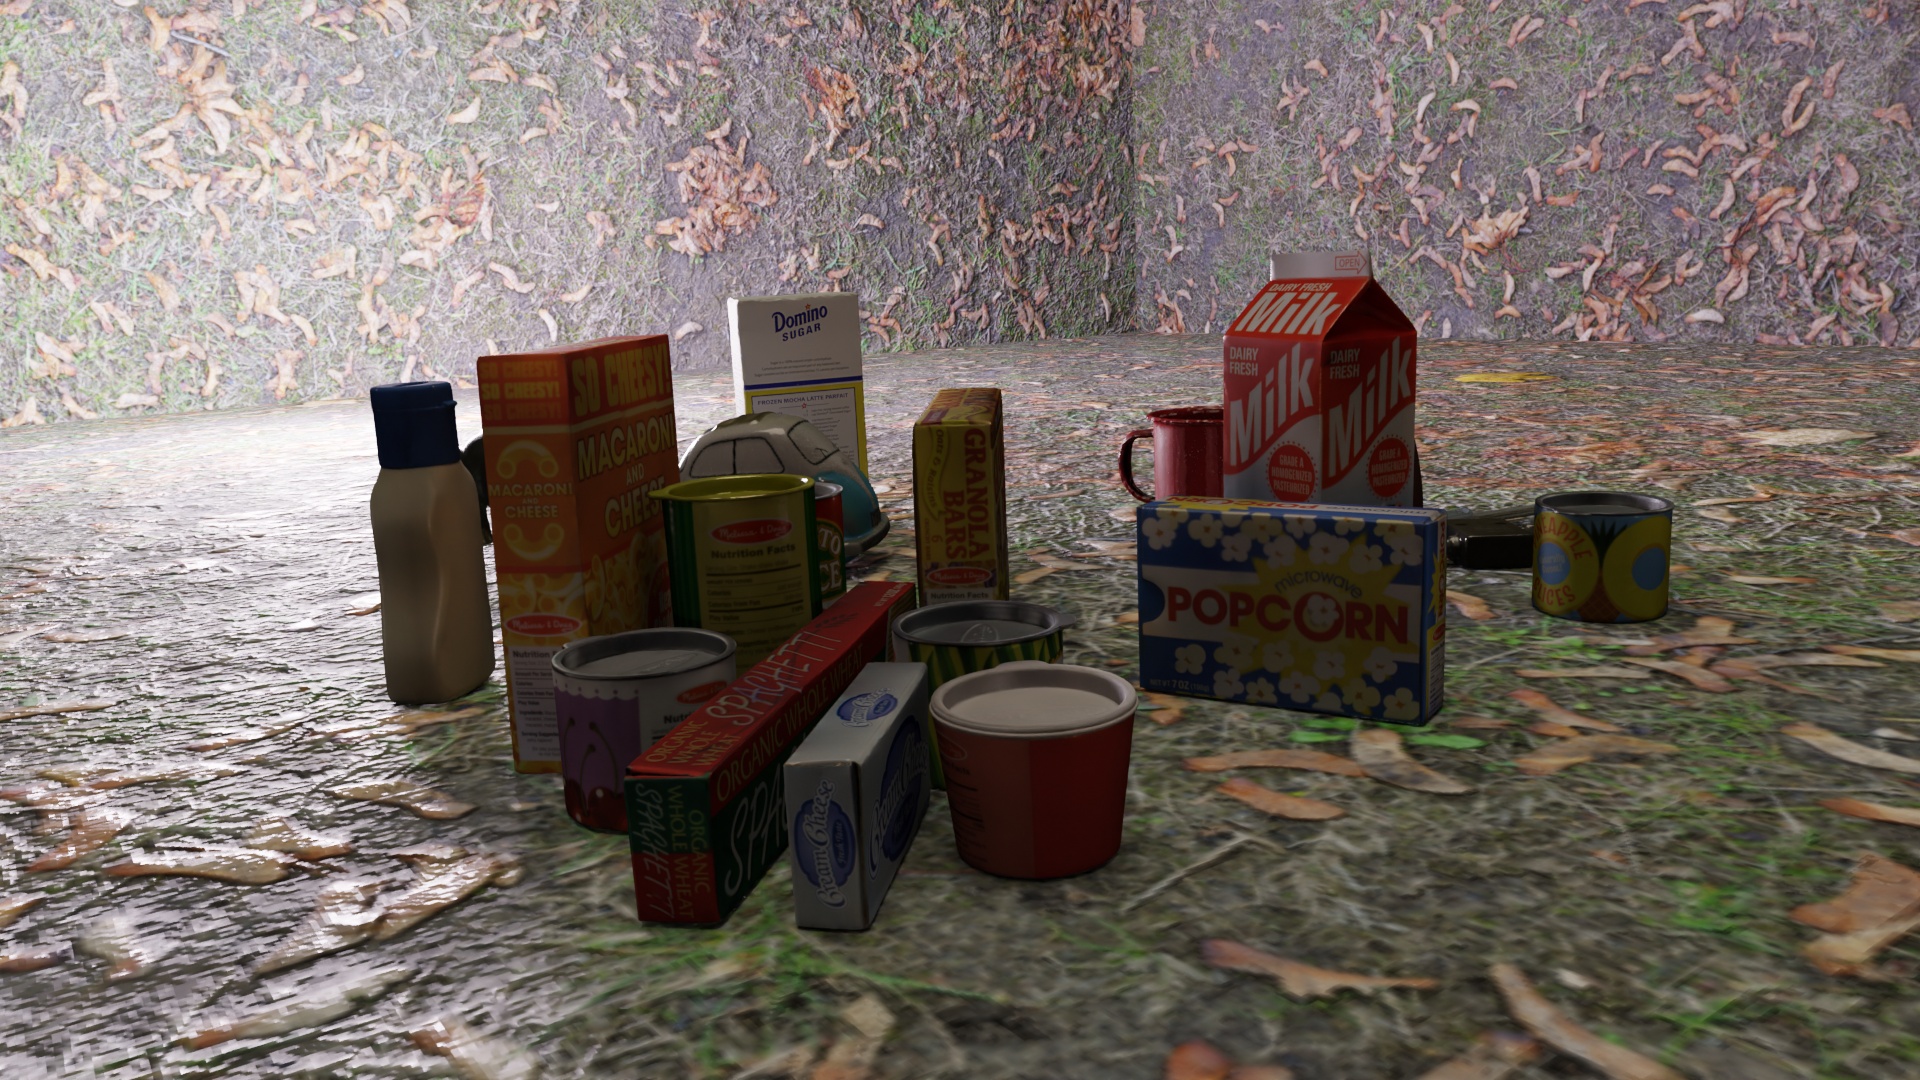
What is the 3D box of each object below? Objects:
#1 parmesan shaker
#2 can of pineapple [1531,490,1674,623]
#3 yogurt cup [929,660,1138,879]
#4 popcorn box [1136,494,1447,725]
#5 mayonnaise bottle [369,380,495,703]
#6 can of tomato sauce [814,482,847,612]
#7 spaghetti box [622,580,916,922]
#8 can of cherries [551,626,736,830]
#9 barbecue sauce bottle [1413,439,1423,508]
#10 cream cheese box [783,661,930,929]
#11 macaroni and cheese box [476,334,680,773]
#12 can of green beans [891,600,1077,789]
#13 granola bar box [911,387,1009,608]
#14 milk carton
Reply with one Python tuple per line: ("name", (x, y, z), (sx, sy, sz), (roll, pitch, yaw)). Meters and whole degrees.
("parmesan shaker", (-0.096, 0.027, 0.604), (0.071, 0.103, 0.071), (-2, 11, 1))
("can of pineapple", (0.332, 0.008, 0.723), (0.071, 0.057, 0.071), (-2, 11, 1))
("yogurt cup", (0.025, 0.076, 0.457), (0.072, 0.053, 0.072), (-2, 11, 1))
("popcorn box", (0.141, 0.027, 0.598), (0.126, 0.085, 0.038), (4, 13, 31))
("mayonnaise bottle", (-0.253, -0.001, 0.661), (0.041, 0.147, 0.065), (-1, 11, 6))
("can of tomato sauce", (-0.090, 0.016, 0.708), (0.071, 0.083, 0.071), (-2, 11, 1))
("spaghetti box", (-0.059, 0.067, 0.528), (0.029, 0.050, 0.251), (0, 11, 13))
("can of cherries", (-0.116, 0.068, 0.514), (0.071, 0.058, 0.071), (-2, 11, 1))
("barbecue sauce bottle", (0.235, -0.050, 0.804), (0.065, 0.148, 0.044), (3, 12, 26))
("cream cheese box", (-0.030, 0.079, 0.452), (0.024, 0.053, 0.104), (-1, 11, 10))
("macaroni and cheese box", (-0.156, -0.001, 0.593), (0.040, 0.166, 0.124), (-1, 11, 7))
("can of green beans", (0.008, 0.059, 0.536), (0.071, 0.057, 0.071), (-2, 11, 1))
("granola bar box", (0.003, -0.009, 0.708), (0.039, 0.124, 0.166), (-2, 11, 3))
("milk carton", (0.189, -0.056, 0.734), (0.074, 0.190, 0.072), (-9, 13, -32))
